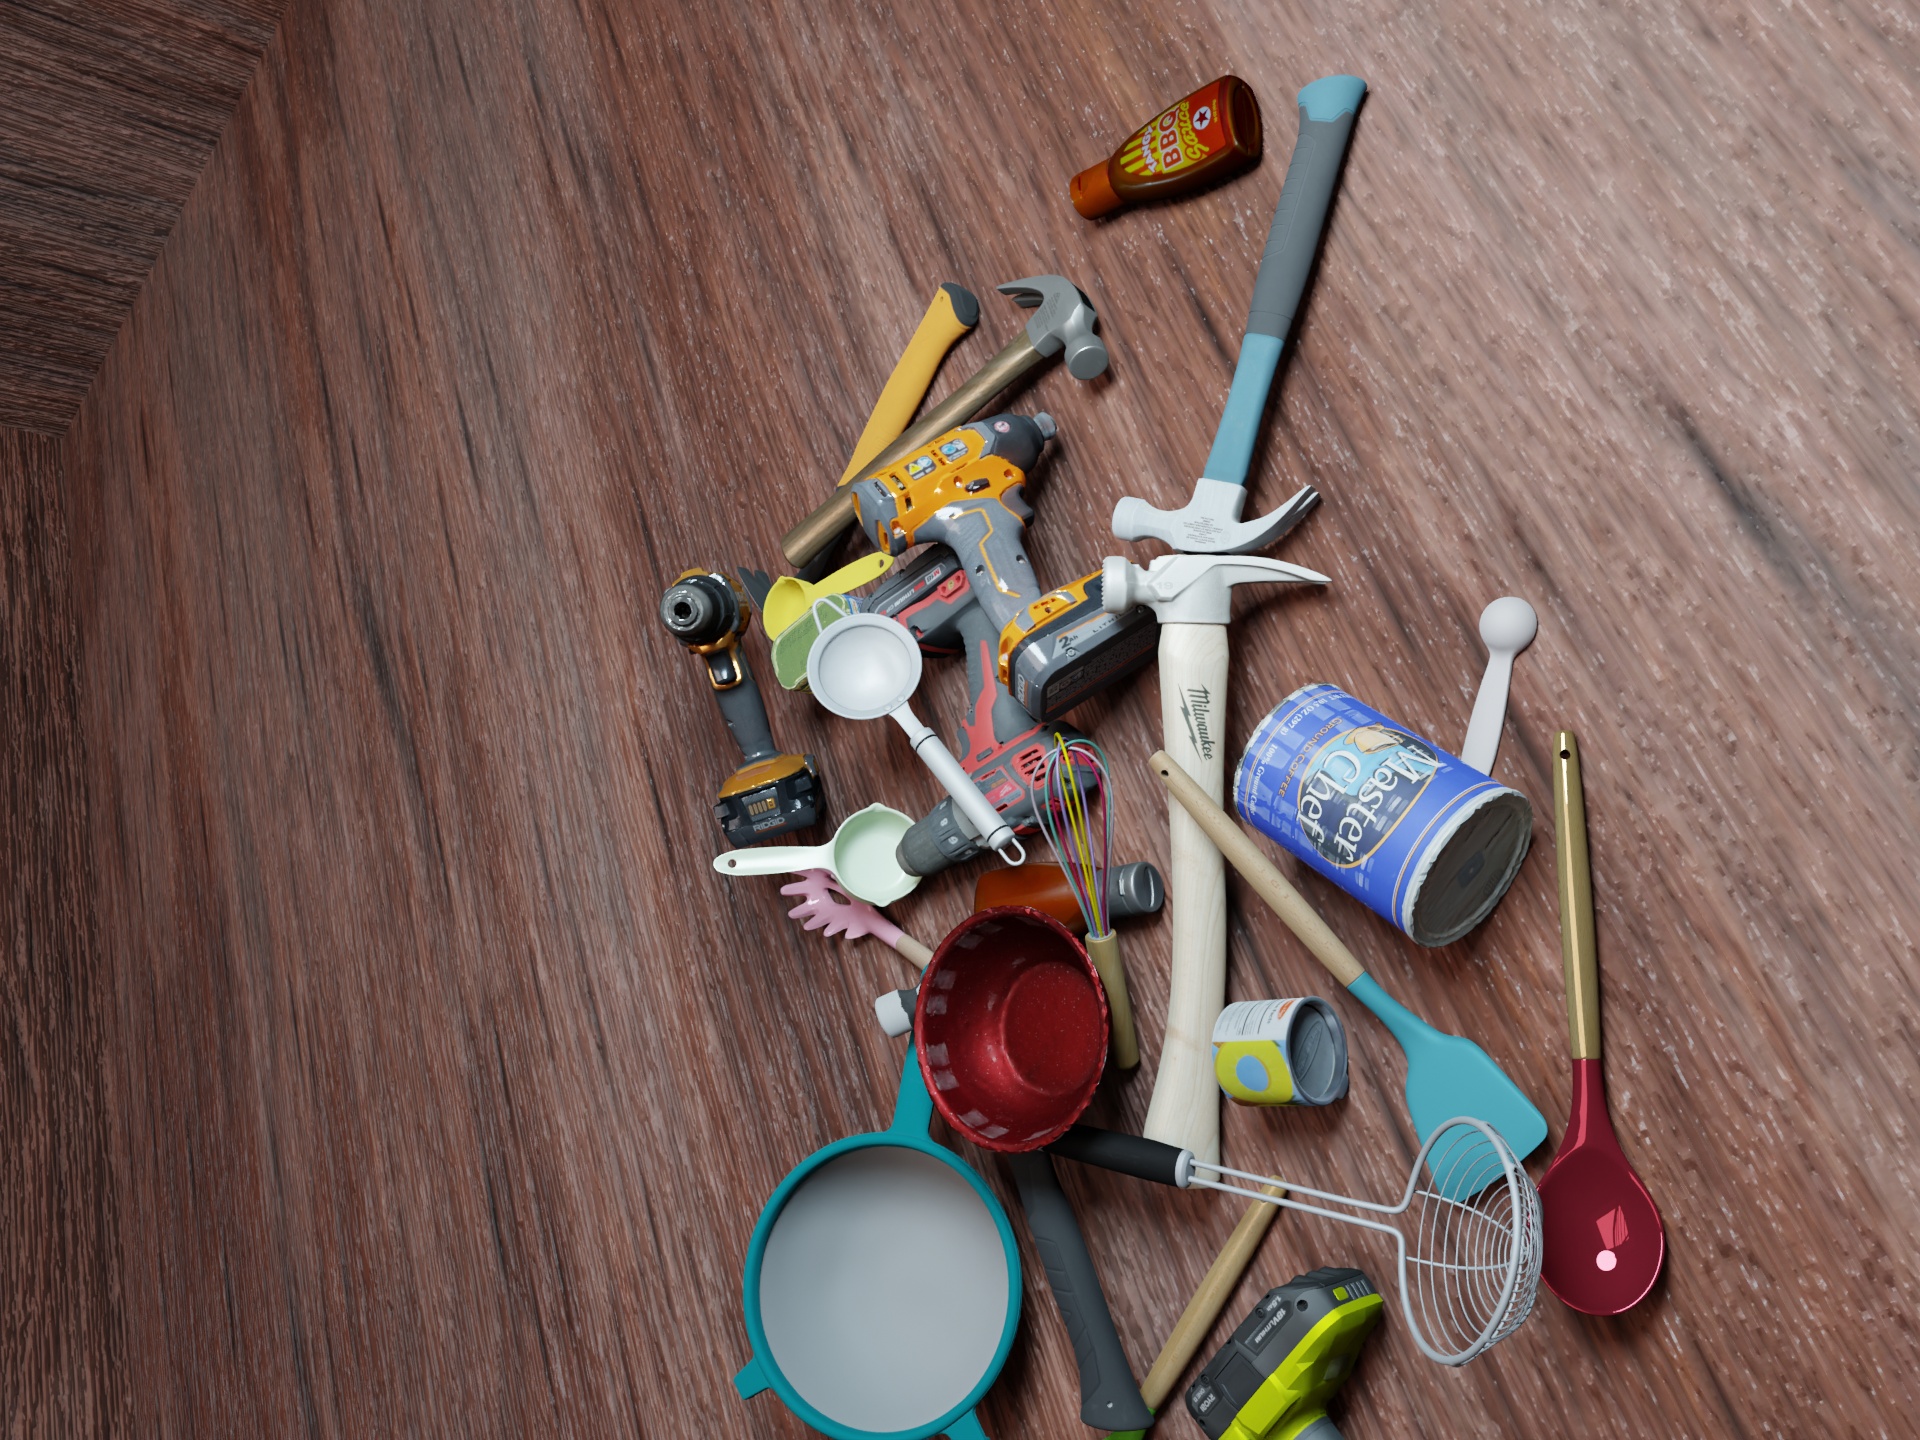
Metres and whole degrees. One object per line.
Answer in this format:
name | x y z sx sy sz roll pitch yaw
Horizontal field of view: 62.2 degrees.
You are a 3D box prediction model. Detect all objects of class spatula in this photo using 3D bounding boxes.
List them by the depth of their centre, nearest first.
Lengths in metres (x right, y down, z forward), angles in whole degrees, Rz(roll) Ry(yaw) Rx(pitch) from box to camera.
spatula | 0.218 0.139 0.961 0.318 0.044 0.082 49 123 16

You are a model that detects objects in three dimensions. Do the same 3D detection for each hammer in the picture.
hammer | 0.164 0.098 1.037 0.146 0.038 0.410 0 92 5
hammer | 0.205 -0.268 1.061 0.128 0.033 0.331 16 90 24
hammer | 0.059 0.316 1.091 0.146 0.035 0.335 -25 65 8
hammer | -0.025 -0.230 1.267 0.331 0.031 0.130 -36 47 27
hammer | -0.084 -0.223 1.364 0.127 0.034 0.336 48 117 37

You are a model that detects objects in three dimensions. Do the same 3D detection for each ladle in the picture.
ladle | 0.342 0.160 0.878 0.069 0.031 0.315 -3 78 20

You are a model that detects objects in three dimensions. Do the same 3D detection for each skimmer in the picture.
skimmer | 0.168 0.273 0.934 0.363 0.090 0.127 2 75 42

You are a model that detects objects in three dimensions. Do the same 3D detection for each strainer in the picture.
strainer | -0.033 0.011 1.169 0.087 0.050 0.259 -34 65 -10
strainer | -0.033 0.352 1.181 0.211 0.095 0.340 5 72 21

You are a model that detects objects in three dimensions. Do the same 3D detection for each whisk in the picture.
whisk | 0.091 0.123 1.074 0.047 0.051 0.245 10 117 54

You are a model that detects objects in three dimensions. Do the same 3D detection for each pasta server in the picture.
pasta server | -0.035 0.189 1.246 0.316 0.040 0.060 30 119 42

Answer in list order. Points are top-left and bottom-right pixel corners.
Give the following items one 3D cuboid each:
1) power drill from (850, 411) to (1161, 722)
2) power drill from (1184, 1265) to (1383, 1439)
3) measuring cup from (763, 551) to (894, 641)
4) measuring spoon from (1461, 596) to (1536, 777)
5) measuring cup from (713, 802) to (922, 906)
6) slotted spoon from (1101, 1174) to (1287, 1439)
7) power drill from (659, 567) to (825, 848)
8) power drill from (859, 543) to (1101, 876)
power drill | 0.047 -0.125 1.139 0.227 0.164 0.084 51 164 25
power drill | 0.252 0.426 0.894 0.229 0.080 0.190 47 116 36
measuring cup | -0.104 -0.106 1.326 0.156 0.029 0.062 -21 69 38
measuring spoon | 0.312 -0.013 0.943 0.034 0.018 0.124 15 95 45
measuring cup | -0.111 0.112 1.260 0.038 0.167 0.083 111 155 -73
slotted spoon | 0.137 0.428 1.044 0.070 0.031 0.313 38 109 41
power drill | -0.184 -0.015 1.295 0.084 0.185 0.226 -18 94 1
power drill | -0.002 -0.004 1.217 0.188 0.080 0.227 -34 64 34
